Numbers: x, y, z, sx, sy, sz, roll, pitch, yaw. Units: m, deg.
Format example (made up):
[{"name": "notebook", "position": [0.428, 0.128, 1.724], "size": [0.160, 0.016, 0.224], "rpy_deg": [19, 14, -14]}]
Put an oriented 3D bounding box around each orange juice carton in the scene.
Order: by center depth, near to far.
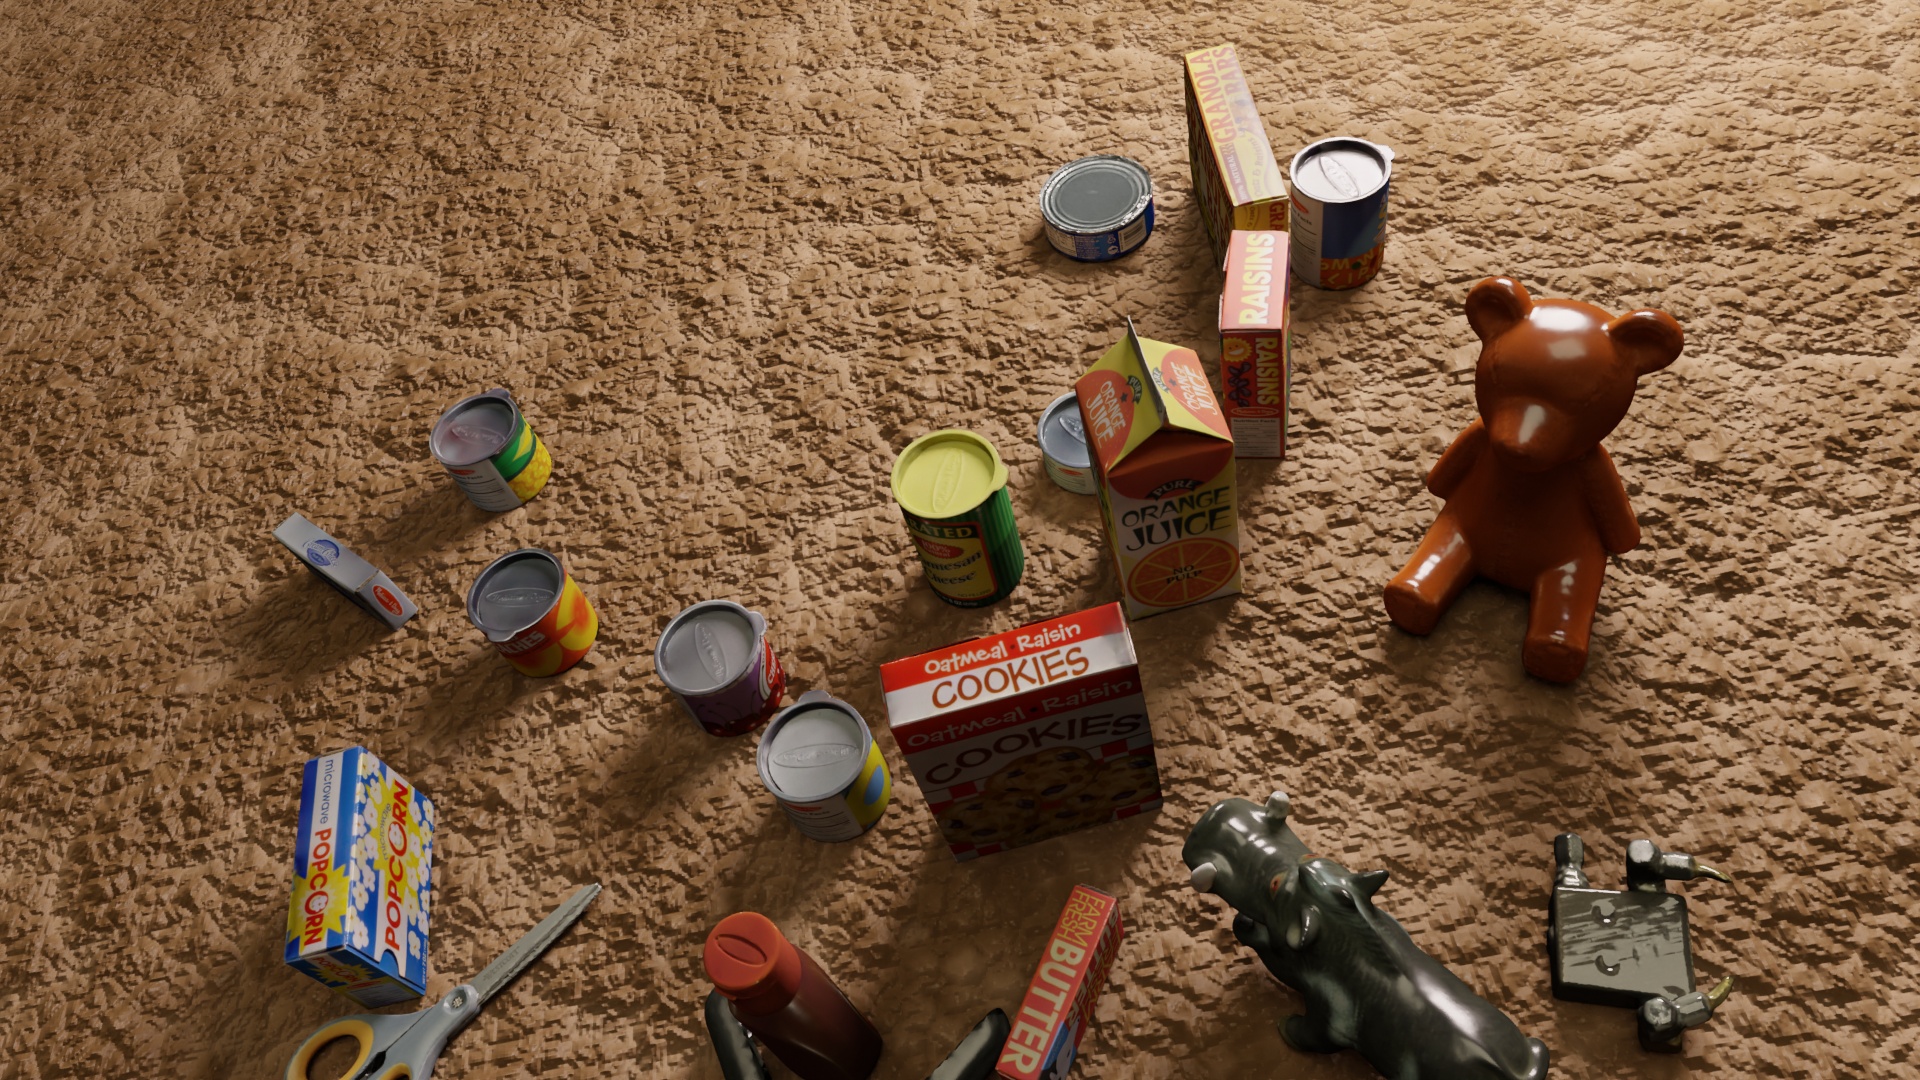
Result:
[{"name": "orange juice carton", "position": [0.114, -0.040, 0.797], "size": [0.073, 0.191, 0.072], "rpy_deg": [-15, 53, 3]}]

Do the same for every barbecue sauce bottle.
[{"name": "barbecue sauce bottle", "position": [-0.085, 0.226, 0.680], "size": [0.065, 0.148, 0.044], "rpy_deg": [18, 61, 24]}]

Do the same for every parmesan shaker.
[{"name": "parmesan shaker", "position": [0.003, -0.011, 0.858], "size": [0.071, 0.102, 0.071], "rpy_deg": [-6, 54, 9]}]

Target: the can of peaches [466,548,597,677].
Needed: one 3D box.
[{"name": "can of peaches", "position": [-0.280, 0.050, 0.909], "size": [0.071, 0.057, 0.071], "rpy_deg": [-6, 54, 9]}]

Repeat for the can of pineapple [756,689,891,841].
[{"name": "can of pineapple", "position": [-0.077, 0.131, 0.803], "size": [0.071, 0.057, 0.071], "rpy_deg": [-6, 54, 9]}]

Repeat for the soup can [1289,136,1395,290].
[{"name": "soup can", "position": [0.265, -0.227, 0.965], "size": [0.071, 0.083, 0.072], "rpy_deg": [-6, 54, 9]}]

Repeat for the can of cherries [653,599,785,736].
[{"name": "can of cherries", "position": [-0.145, 0.079, 0.856], "size": [0.071, 0.058, 0.072], "rpy_deg": [-6, 54, 9]}]

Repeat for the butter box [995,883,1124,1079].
[{"name": "butter box", "position": [0.052, 0.231, 0.703], "size": [0.024, 0.053, 0.104], "rpy_deg": [16, 60, 23]}]

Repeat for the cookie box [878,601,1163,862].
[{"name": "cookie box", "position": [0.037, 0.104, 0.727], "size": [0.123, 0.166, 0.040], "rpy_deg": [-16, 53, 2]}]

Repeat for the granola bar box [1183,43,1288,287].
[{"name": "granola bar box", "position": [0.192, -0.243, 0.969], "size": [0.039, 0.123, 0.166], "rpy_deg": [-11, 53, 6]}]

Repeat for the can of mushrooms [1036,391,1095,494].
[{"name": "can of mushrooms", "position": [0.087, -0.067, 0.922], "size": [0.071, 0.033, 0.071], "rpy_deg": [-6, 54, 9]}]

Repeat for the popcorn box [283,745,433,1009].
[{"name": "popcorn box", "position": [-0.344, 0.194, 0.803], "size": [0.038, 0.085, 0.127], "rpy_deg": [-16, 53, 2]}]

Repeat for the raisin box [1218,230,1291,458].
[{"name": "raisin box", "position": [0.189, -0.123, 0.883], "size": [0.040, 0.122, 0.086], "rpy_deg": [3, 56, 15]}]

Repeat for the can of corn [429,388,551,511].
[{"name": "can of corn", "position": [-0.337, -0.065, 1.005], "size": [0.071, 0.058, 0.071], "rpy_deg": [-6, 54, 9]}]

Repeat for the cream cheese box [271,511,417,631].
[{"name": "cream cheese box", "position": [-0.429, 0.022, 0.967], "size": [0.104, 0.053, 0.024], "rpy_deg": [27, 65, 28]}]
